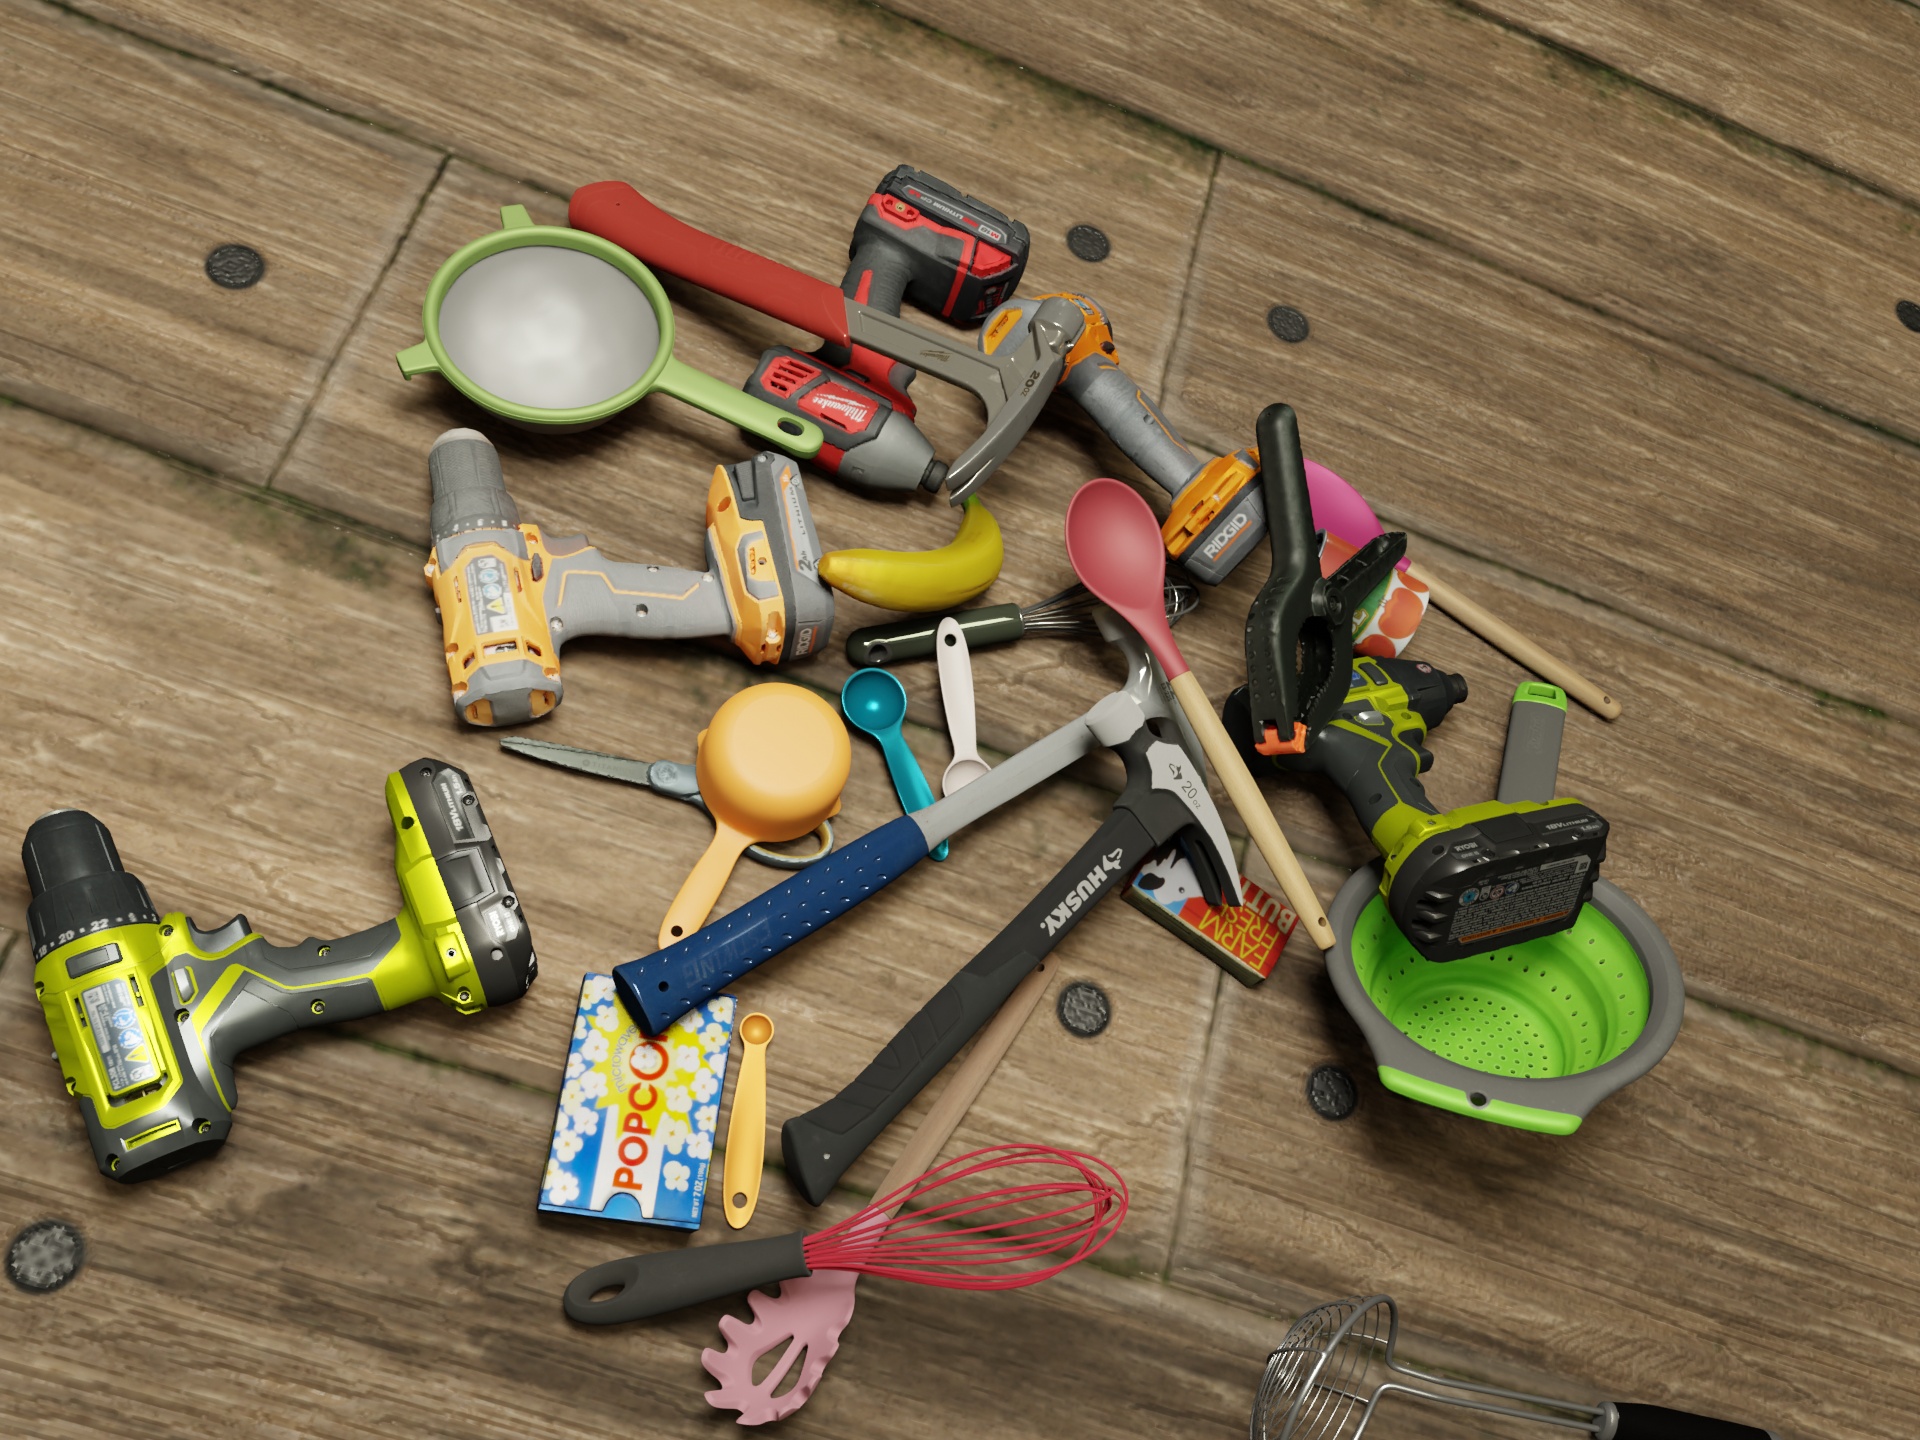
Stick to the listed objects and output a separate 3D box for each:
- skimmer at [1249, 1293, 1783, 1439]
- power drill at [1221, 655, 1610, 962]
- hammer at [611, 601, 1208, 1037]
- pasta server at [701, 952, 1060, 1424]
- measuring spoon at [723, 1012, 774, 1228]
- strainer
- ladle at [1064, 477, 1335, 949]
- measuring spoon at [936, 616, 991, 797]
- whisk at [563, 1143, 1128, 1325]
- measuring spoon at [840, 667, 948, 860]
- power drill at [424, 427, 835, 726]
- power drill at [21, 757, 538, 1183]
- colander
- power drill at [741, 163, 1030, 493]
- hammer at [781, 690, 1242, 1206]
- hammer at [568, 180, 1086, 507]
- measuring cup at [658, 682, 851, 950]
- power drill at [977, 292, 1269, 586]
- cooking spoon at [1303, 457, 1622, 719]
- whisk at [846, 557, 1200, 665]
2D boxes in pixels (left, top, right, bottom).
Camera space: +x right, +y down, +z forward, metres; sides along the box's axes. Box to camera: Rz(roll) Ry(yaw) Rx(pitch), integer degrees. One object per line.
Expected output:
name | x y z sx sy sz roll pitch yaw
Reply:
skimmer | 0.325 0.401 0.891 0.363 0.090 0.127 15 97 -13
power drill | 0.289 0.039 0.993 0.171 0.080 0.223 -11 38 -17
hammer | -0.014 0.067 0.930 0.405 0.035 0.144 -30 97 -28
pasta server | -0.030 0.247 0.881 0.060 0.040 0.316 24 58 24
measuring spoon | -0.119 0.221 0.884 0.021 0.011 0.117 8 69 -13
strainer | -0.210 -0.212 1.005 0.256 0.069 0.152 24 61 -4
ladle | 0.147 -0.005 0.965 0.069 0.031 0.315 -22 79 -24
measuring spoon | -0.002 -0.003 0.997 0.034 0.018 0.124 -5 81 -15
whisk | -0.060 0.269 0.813 0.296 0.073 0.073 -12 70 2
measuring spoon | -0.039 0.029 0.988 0.042 0.021 0.129 -21 84 -24
power drill | -0.206 -0.103 0.960 0.226 0.084 0.185 -11 70 -16
power drill | -0.355 0.106 0.826 0.228 0.080 0.191 -21 75 -20
colander | 0.348 0.122 1.022 0.204 0.094 0.397 12 42 17
power drill | -0.042 -0.255 1.075 0.143 0.078 0.220 27 66 -2
hammer | 0.028 0.143 0.903 0.335 0.035 0.146 -43 104 -22
hammer | -0.109 -0.260 1.007 0.359 0.036 0.149 27 70 20
measuring cup | -0.124 0.054 0.907 0.095 0.052 0.174 29 59 -3
power drill | 0.126 -0.204 1.081 0.226 0.084 0.164 44 27 4
cooking spoon | 0.342 -0.094 1.149 0.319 0.017 0.069 34 63 0
whisk | 0.044 -0.067 1.038 0.246 0.057 0.059 -11 37 -17
